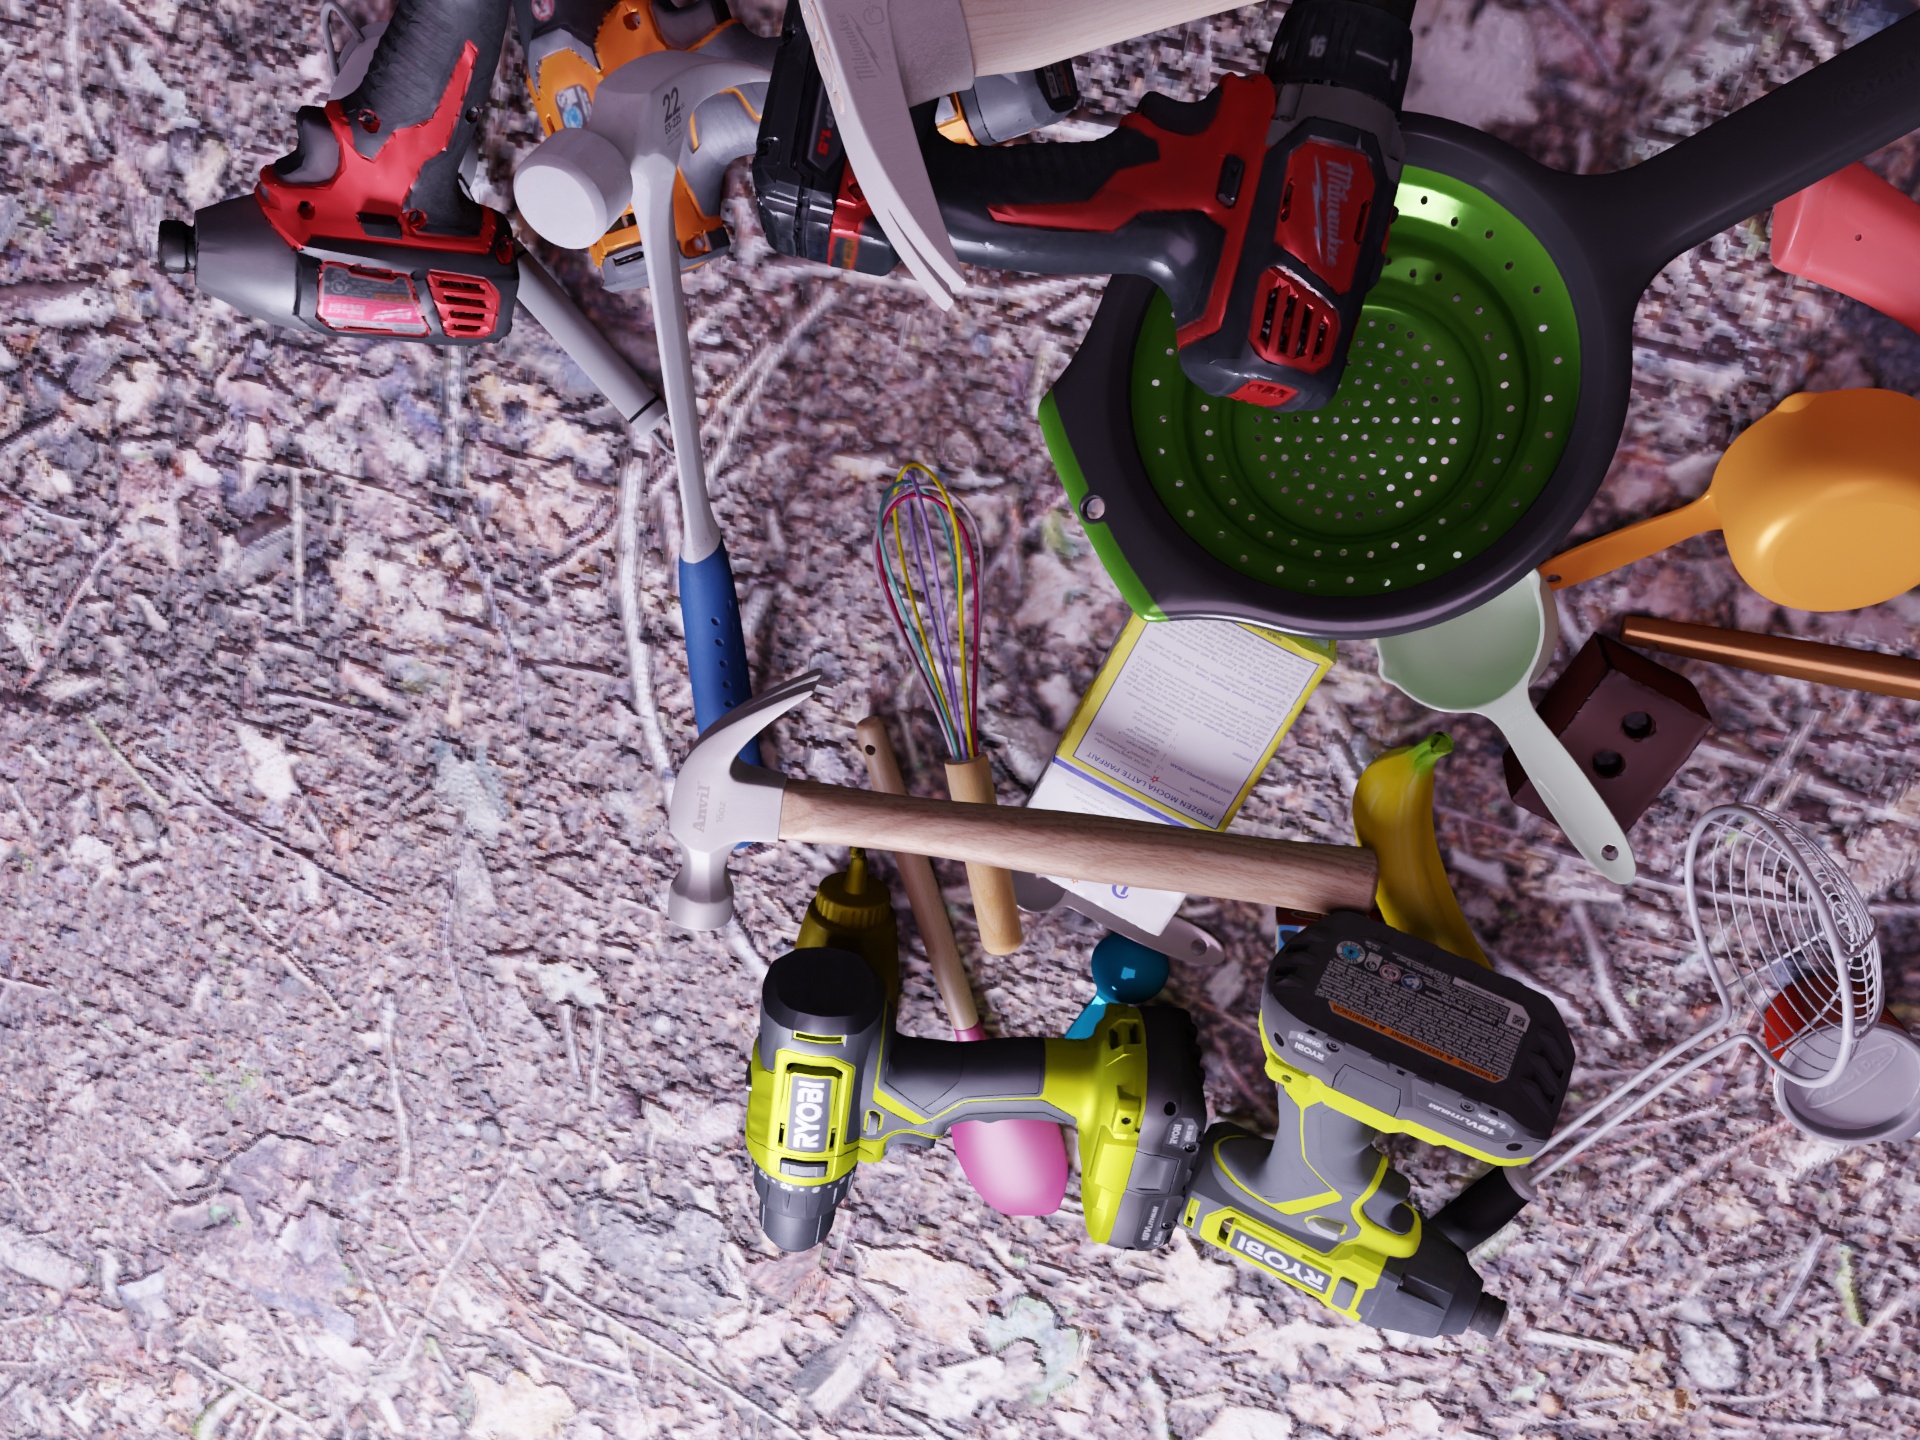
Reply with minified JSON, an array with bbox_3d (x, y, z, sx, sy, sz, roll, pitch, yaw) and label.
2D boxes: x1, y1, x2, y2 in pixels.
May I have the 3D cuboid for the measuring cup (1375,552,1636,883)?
[{"bbox_3d":[0.249,-0.004,0.698,0.083,0.038,0.168,-39,73,32],"label":"measuring cup"}]

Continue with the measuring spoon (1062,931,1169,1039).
[{"bbox_3d":[0.071,0.169,0.861,0.042,0.021,0.128,27,117,1],"label":"measuring spoon"}]

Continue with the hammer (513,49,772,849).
[{"bbox_3d":[-0.112,-0.090,0.702,0.035,0.144,0.405,14,138,12],"label":"hammer"}]

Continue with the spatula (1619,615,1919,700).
[{"bbox_3d":[0.446,-0.001,0.666,0.323,0.041,0.081,12,155,18],"label":"spatula"}]

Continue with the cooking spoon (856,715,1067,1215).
[{"bbox_3d":[-0.005,0.144,0.869,0.069,0.017,0.318,-8,110,24],"label":"cooking spoon"}]

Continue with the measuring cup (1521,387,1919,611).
[{"bbox_3d":[0.323,-0.071,0.666,0.173,0.052,0.095,-22,133,31],"label":"measuring cup"}]

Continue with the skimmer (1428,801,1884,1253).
[{"bbox_3d":[0.295,0.188,0.778,0.090,0.127,0.363,16,128,-28],"label":"skimmer"}]

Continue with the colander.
[{"bbox_3d":[0.230,-0.168,0.630,0.397,0.094,0.204,-27,81,14],"label":"colander"}]

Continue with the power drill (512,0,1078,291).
[{"bbox_3d":[-0.081,-0.289,0.665,0.226,0.084,0.164,-11,110,22],"label":"power drill"}]

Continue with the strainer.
[{"bbox_3d":[-0.219,-0.225,0.748,0.087,0.050,0.258,-30,107,39],"label":"strainer"}]

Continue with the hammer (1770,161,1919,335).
[{"bbox_3d":[0.478,-0.117,0.630,0.359,0.037,0.149,36,116,-4],"label":"hammer"}]

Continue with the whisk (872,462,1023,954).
[{"bbox_3d":[0.000,-0.002,0.765,0.047,0.051,0.245,-5,103,28],"label":"whisk"}]

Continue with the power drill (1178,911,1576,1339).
[{"bbox_3d":[0.204,0.210,0.771,0.171,0.080,0.223,23,136,19],"label":"power drill"}]

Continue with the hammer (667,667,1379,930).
[{"bbox_3d":[0.031,0.053,0.745,0.331,0.031,0.130,7,112,-2],"label":"hammer"}]

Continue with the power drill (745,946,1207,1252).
[{"bbox_3d":[0.000,0.214,0.834,0.228,0.080,0.190,6,123,-4],"label":"power drill"}]

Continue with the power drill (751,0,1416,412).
[{"bbox_3d":[0.052,-0.225,0.569,0.226,0.080,0.188,13,93,-6],"label":"power drill"}]

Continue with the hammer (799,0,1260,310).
[{"bbox_3d":[0.150,-0.262,0.533,0.410,0.038,0.146,-19,93,-11],"label":"hammer"}]

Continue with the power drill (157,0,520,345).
[{"bbox_3d":[-0.241,-0.254,0.633,0.143,0.079,0.219,-1,133,-27],"label":"power drill"}]

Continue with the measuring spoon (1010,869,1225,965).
[{"bbox_3d":[0.081,0.101,0.834,0.124,0.018,0.034,23,83,-4],"label":"measuring spoon"}]
